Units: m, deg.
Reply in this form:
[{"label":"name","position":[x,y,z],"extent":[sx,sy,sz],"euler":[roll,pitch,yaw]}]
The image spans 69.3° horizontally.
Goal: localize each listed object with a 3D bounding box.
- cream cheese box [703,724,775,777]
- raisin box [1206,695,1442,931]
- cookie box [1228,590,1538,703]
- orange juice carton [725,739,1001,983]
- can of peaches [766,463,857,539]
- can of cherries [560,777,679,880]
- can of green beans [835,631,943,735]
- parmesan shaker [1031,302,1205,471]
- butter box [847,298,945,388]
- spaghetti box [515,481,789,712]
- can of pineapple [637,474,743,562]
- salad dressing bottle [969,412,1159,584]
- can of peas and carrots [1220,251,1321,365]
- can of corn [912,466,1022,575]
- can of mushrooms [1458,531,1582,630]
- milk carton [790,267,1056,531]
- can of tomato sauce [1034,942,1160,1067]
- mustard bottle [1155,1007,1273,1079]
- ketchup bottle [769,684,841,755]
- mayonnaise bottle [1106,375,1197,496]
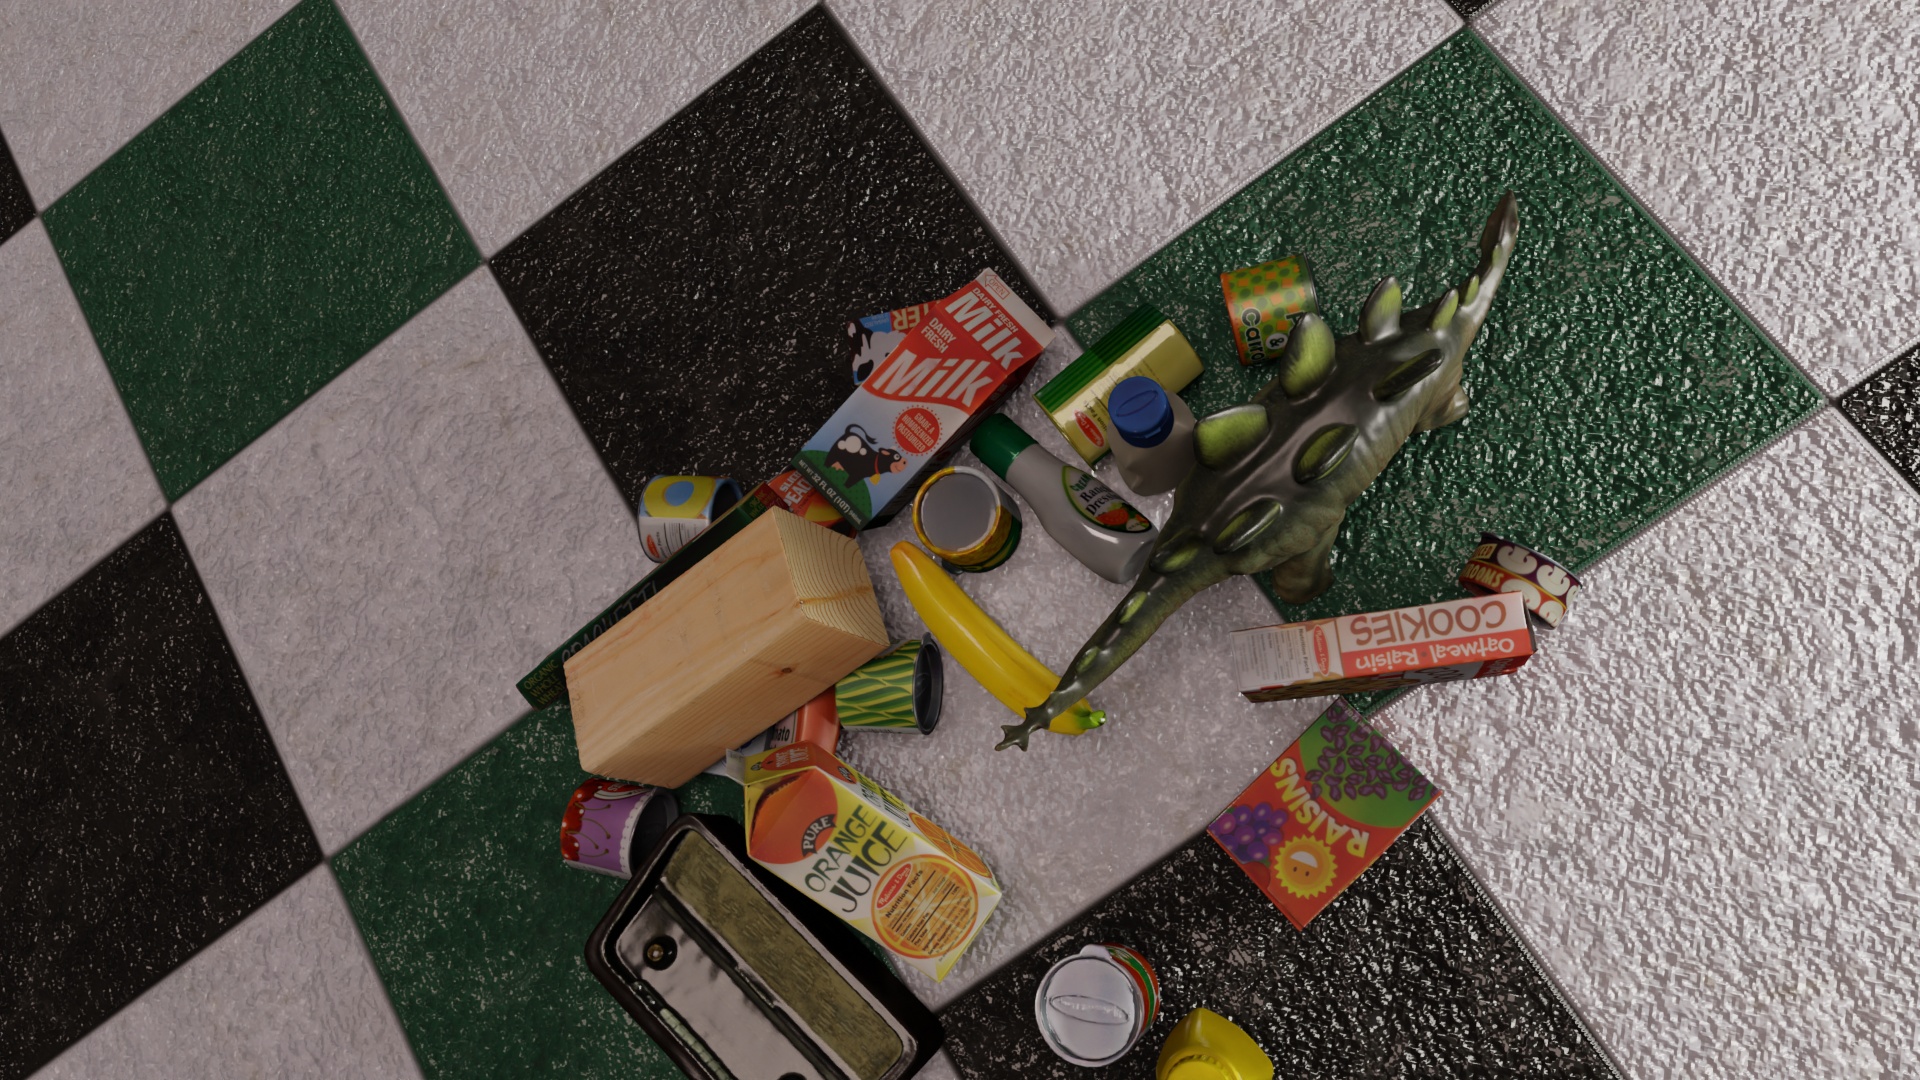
[{"label":"cream cheese box","position":[-0.155,0.121,1.008],"extent":[0.053,0.024,0.104],"euler":[7,80,18]},{"label":"raisin box","position":[0.230,0.173,0.882],"extent":[0.123,0.040,0.086],"euler":[-45,72,3]},{"label":"cookie box","position":[0.256,0.070,0.853],"extent":[0.167,0.123,0.040],"euler":[-9,78,14]},{"label":"orange juice carton","position":[-0.073,0.196,0.902],"extent":[0.192,0.072,0.073],"euler":[36,89,-9]},{"label":"can of peaches","position":[-0.115,-0.012,1.002],"extent":[0.058,0.071,0.071],"euler":[43,92,18]},{"label":"can of cherries","position":[-0.243,0.204,0.993],"extent":[0.058,0.071,0.071],"euler":[7,81,18]},{"label":"can of green beans","position":[-0.049,0.100,0.961],"extent":[0.058,0.071,0.071],"euler":[0,79,16]},{"label":"parmesan shaker","position":[0.111,-0.106,0.963],"extent":[0.103,0.071,0.071],"euler":[-39,71,4]},{"label":"butter box","position":[-0.030,-0.147,1.031],"extent":[0.103,0.024,0.053],"euler":[-12,76,13]},{"label":"spaghetti box","position":[-0.223,0.043,0.991],"extent":[0.249,0.050,0.028],"euler":[-36,100,24]},{"label":"can of pineapple","position":[-0.197,-0.017,1.028],"extent":[0.058,0.071,0.071],"euler":[2,79,15]},{"label":"salad dressing bottle","position":[0.069,-0.032,0.960],"extent":[0.148,0.064,0.043],"euler":[41,127,22]},{"label":"can of peas and carrots","position":[0.212,-0.155,0.942],"extent":[0.058,0.071,0.071],"euler":[-13,75,14]},{"label":"can of corn","position":[0.003,-0.012,0.975],"extent":[0.071,0.058,0.071],"euler":[-3,77,15]},{"label":"can of mushrooms","position":[0.346,0.025,0.866],"extent":[0.071,0.071,0.033],"euler":[31,90,19]},{"label":"milk carton","position":[-0.022,-0.099,0.975],"extent":[0.190,0.073,0.072],"euler":[-45,84,10]},{"label":"can of tomato sauce","position":[0.088,0.288,0.873],"extent":[0.071,0.083,0.071],"euler":[-3,78,15]},{"label":"mustard bottle","position":[0.144,0.314,0.812],"extent":[0.065,0.160,0.049],"euler":[35,91,20]},{"label":"ketchup bottle","position":[-0.104,0.114,0.978],"extent":[0.043,0.064,0.149],"euler":[17,77,-23]},{"label":"mayonnaise bottle","position":[0.126,-0.069,0.905],"extent":[0.065,0.148,0.041],"euler":[-29,73,8]}]
